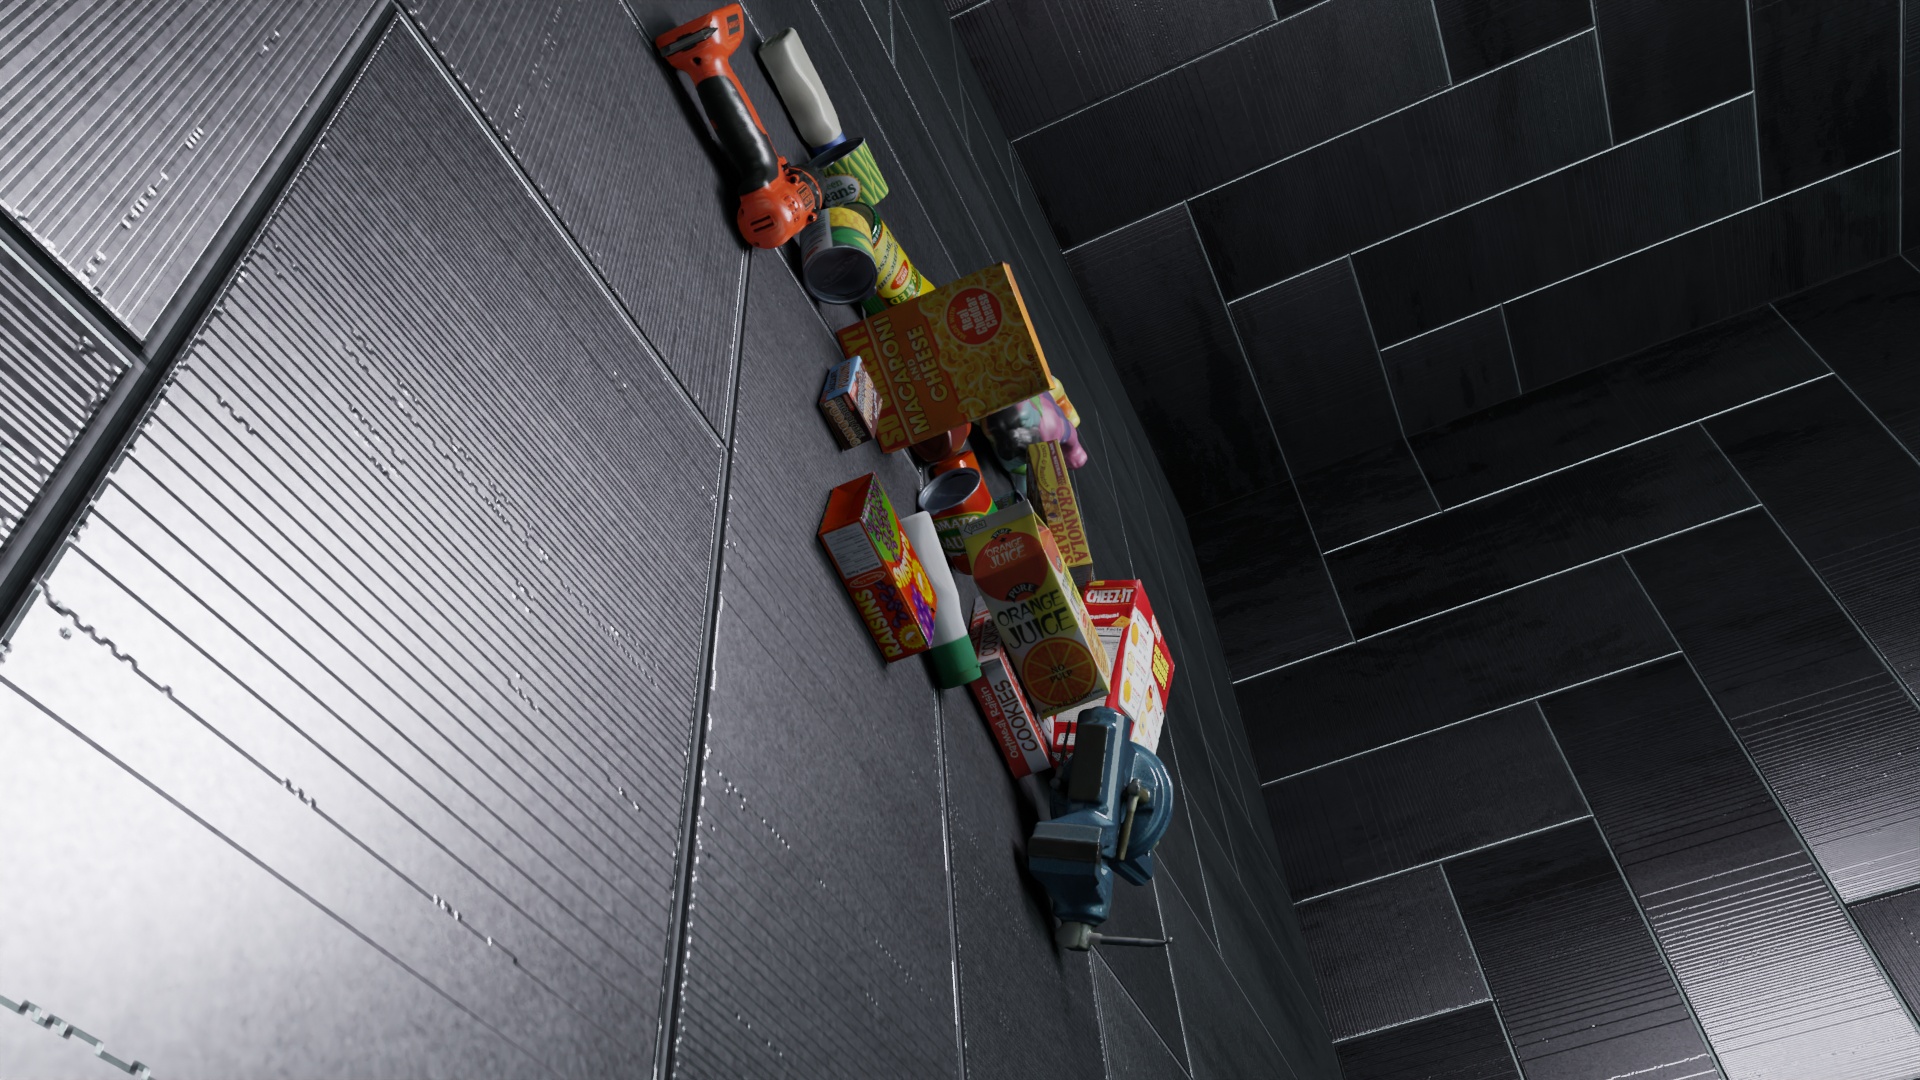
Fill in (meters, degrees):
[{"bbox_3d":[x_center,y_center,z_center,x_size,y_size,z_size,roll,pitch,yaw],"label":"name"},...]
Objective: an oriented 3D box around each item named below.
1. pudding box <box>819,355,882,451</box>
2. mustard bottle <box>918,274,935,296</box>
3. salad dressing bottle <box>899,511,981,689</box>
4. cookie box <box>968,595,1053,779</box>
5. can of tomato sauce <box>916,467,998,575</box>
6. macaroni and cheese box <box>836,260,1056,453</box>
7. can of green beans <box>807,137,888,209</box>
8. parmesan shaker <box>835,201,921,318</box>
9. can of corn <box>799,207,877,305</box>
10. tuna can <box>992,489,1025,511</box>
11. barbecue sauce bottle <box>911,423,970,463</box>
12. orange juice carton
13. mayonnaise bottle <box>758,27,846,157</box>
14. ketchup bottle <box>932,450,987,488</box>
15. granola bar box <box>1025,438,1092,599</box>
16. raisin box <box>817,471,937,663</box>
[{"bbox_3d":[-0.093,-0.117,1.179,0.084,0.030,0.049,-85,150,-62],"label":"pudding box"},{"bbox_3d":[-0.058,-0.259,1.486,0.160,0.049,0.065,28,43,-69],"label":"mustard bottle"},{"bbox_3d":[-0.023,0.051,1.170,0.064,0.044,0.147,-20,90,-79],"label":"salad dressing bottle"},{"bbox_3d":[0.049,0.133,1.334,0.168,0.040,0.122,-77,144,-69],"label":"cookie box"},{"bbox_3d":[0.005,-0.017,1.332,0.071,0.071,0.082,-91,157,-56],"label":"can of tomato sauce"},{"bbox_3d":[-0.013,-0.165,1.270,0.040,0.166,0.123,-24,93,-77],"label":"macaroni and cheese box"},{"bbox_3d":[-0.113,-0.361,1.387,0.071,0.071,0.057,-87,154,-60],"label":"can of green beans"},{"bbox_3d":[-0.090,-0.269,1.349,0.103,0.071,0.071,49,24,-55],"label":"parmesan shaker"},{"bbox_3d":[-0.108,-0.253,1.242,0.071,0.071,0.058,54,20,-48],"label":"can of corn"},{"bbox_3d":[0.063,-0.025,1.640,0.071,0.033,0.071,-22,91,-77],"label":"tuna can"},{"bbox_3d":[-0.019,-0.116,1.433,0.065,0.043,0.149,62,13,-1],"label":"barbecue sauce bottle"},{"bbox_3d":[0.069,0.059,1.283,0.073,0.072,0.192,-70,136,-72],"label":"orange juice carton"},{"bbox_3d":[-0.153,-0.440,1.407,0.065,0.041,0.147,-87,154,-57],"label":"mayonnaise bottle"},{"bbox_3d":[0.019,-0.017,1.435,0.065,0.043,0.148,-48,116,-72],"label":"ketchup bottle"},{"bbox_3d":[0.110,-0.012,1.571,0.123,0.039,0.166,84,-6,-60],"label":"granola bar box"},{"bbox_3d":[-0.061,0.020,1.077,0.086,0.040,0.123,-84,151,-64],"label":"raisin box"}]
